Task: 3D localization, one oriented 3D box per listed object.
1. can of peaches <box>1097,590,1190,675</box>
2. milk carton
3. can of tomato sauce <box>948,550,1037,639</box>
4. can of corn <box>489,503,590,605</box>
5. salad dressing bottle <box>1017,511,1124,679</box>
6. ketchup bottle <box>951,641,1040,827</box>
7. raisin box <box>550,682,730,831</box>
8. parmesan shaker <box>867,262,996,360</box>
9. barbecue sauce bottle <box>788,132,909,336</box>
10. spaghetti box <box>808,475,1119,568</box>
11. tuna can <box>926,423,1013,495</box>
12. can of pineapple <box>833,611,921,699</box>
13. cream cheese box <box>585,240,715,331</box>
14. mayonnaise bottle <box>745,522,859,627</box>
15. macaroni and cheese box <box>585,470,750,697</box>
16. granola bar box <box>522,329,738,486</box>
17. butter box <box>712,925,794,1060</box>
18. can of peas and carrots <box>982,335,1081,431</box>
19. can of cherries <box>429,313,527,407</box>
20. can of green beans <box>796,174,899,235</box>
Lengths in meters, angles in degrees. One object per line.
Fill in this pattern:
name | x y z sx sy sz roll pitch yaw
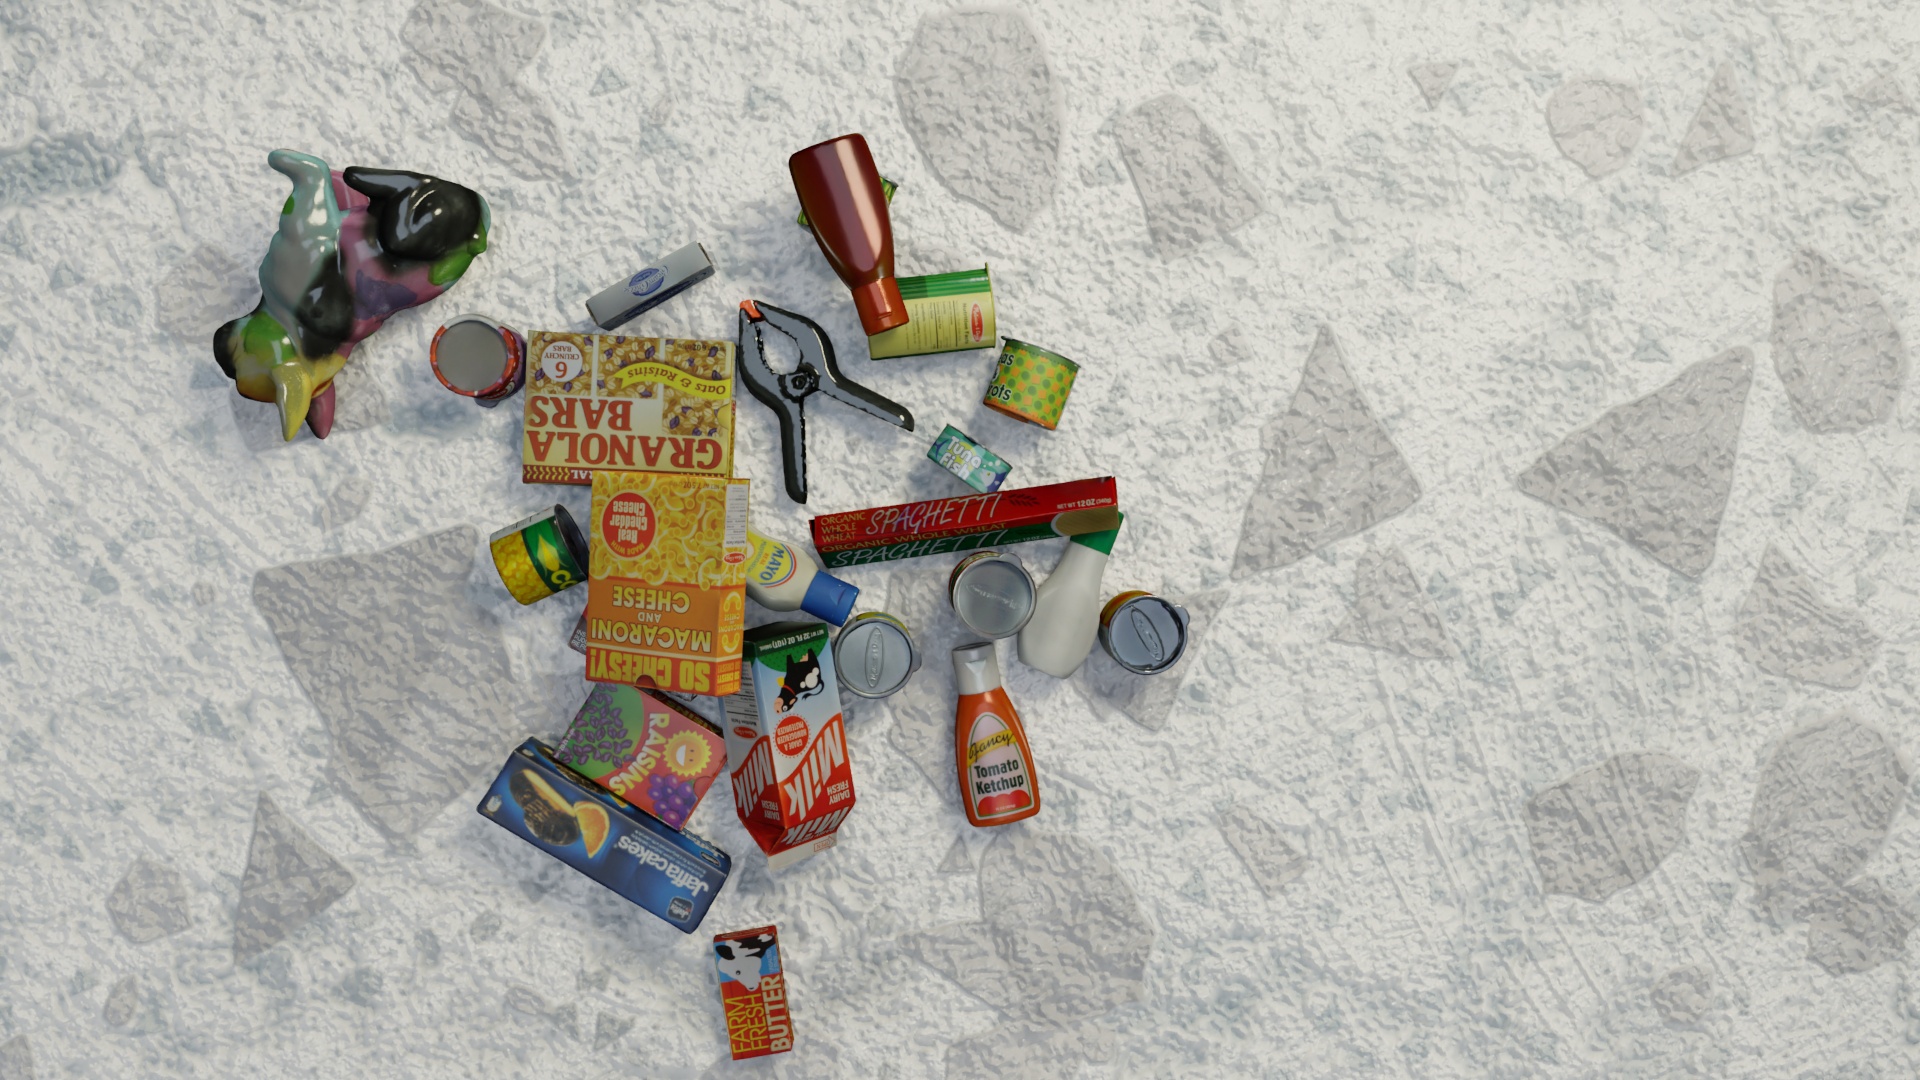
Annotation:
can of peaches | 0.153 0.075 1.160 0.071 0.058 0.071 0 92 -4
milk carton | -0.141 0.165 1.119 0.072 0.073 0.190 -13 97 -41
can of tomato sauce | 0.025 0.041 1.136 0.071 0.083 0.071 0 93 -4
can of corn | -0.335 0.014 1.116 0.058 0.071 0.071 -24 94 -2
salad dressing bottle | 0.095 0.040 1.162 0.064 0.044 0.147 22 89 -4
ketchup bottle | 0.024 0.161 1.161 0.065 0.043 0.148 -11 92 -3
raisin box | -0.258 0.169 1.142 0.123 0.040 0.086 32 89 -5
parmesan shaker | -0.026 -0.187 1.131 0.103 0.071 0.071 -6 93 -3
barbecue sauce bottle | -0.080 -0.233 1.071 0.065 0.044 0.148 -19 96 -3
spaghetti box | 0.004 -0.014 1.128 0.250 0.050 0.029 -8 66 5
tuna can | 0.007 -0.065 1.137 0.071 0.071 0.033 34 91 -5
can of pineapple | -0.069 0.094 1.144 0.071 0.058 0.071 0 93 -4
cream cheese box | -0.249 -0.205 1.121 0.104 0.053 0.024 -29 97 -3
mayonnaise bottle | -0.156 0.024 1.133 0.148 0.041 0.065 24 65 0
macaroni and cheese box | -0.228 0.031 1.075 0.124 0.040 0.166 4 92 23
granola bar box | -0.268 -0.104 1.131 0.166 0.039 0.124 2 92 -4
butter box | -0.173 0.379 1.164 0.053 0.024 0.103 -9 93 -3
can of peas and carrots | 0.056 -0.128 1.140 0.071 0.071 0.058 20 92 -5
can of cherries | -0.383 -0.143 1.111 0.071 0.058 0.071 0 92 -4
can of green beans | -0.092 -0.271 1.123 0.071 0.071 0.058 21 91 -5
